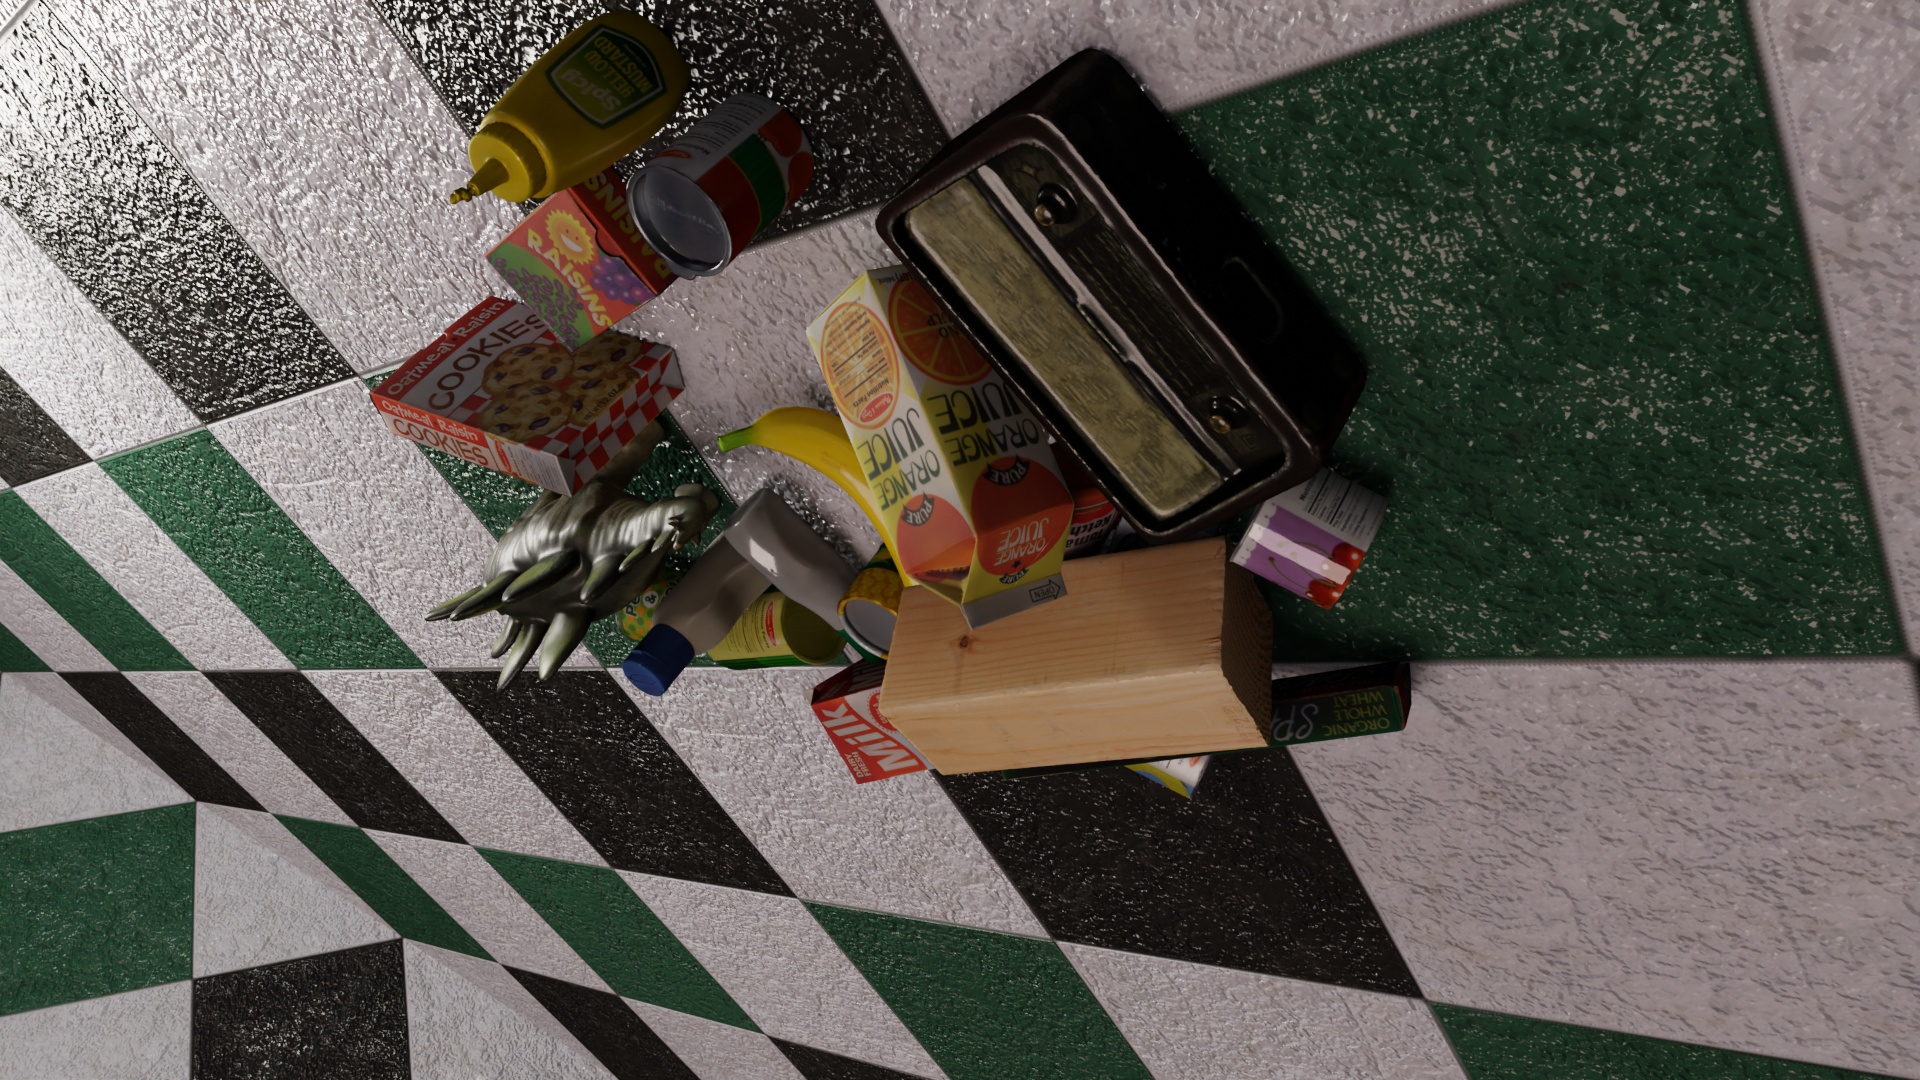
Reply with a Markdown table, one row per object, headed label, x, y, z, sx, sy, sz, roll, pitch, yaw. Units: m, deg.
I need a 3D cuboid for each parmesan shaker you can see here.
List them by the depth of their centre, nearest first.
| label | x | y | z | sx | sy | sz | roll | pitch | yaw |
| --- | --- | --- | --- | --- | --- | --- | --- | --- | --- |
| parmesan shaker | -0.142 | 0.061 | 1.061 | 0.103 | 0.072 | 0.071 | -9 | 125 | 45 |

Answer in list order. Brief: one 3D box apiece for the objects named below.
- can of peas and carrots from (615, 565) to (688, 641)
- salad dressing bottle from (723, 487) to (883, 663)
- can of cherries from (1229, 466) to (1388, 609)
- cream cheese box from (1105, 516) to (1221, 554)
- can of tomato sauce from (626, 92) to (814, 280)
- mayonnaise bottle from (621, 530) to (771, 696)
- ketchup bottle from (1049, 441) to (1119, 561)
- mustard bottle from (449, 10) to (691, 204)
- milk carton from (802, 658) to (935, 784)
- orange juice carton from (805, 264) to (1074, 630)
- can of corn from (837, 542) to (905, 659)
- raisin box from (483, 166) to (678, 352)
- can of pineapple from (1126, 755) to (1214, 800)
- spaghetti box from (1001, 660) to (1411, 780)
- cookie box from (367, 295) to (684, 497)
| label | x | y | z | sx | sy | sz | roll | pitch | yaw |
| --- | --- | --- | --- | --- | --- | --- | --- | --- | --- |
| can of peas and carrots | -0.236 | 0.055 | 1.124 | 0.059 | 0.071 | 0.070 | 15 | 139 | 25 |
| salad dressing bottle | -0.102 | 0.028 | 0.993 | 0.044 | 0.064 | 0.147 | -39 | 108 | 17 |
| can of cherries | 0.181 | -0.004 | 0.724 | 0.058 | 0.072 | 0.071 | 28 | 143 | 9 |
| cream cheese box | 0.116 | 0.008 | 0.825 | 0.053 | 0.024 | 0.103 | 27 | 143 | 9 |
| can of tomato sauce | -0.127 | -0.191 | 0.749 | 0.071 | 0.083 | 0.070 | 22 | 142 | 19 |
| mayonnaise bottle | -0.186 | 0.048 | 1.008 | 0.064 | 0.149 | 0.041 | 2 | 132 | 37 |
| ketchup bottle | 0.057 | -0.001 | 0.835 | 0.148 | 0.065 | 0.044 | 104 | 148 | -56 |
| mustard bottle | -0.206 | -0.216 | 0.720 | 0.065 | 0.161 | 0.048 | 43 | 142 | -12 |
| milk carton | -0.036 | 0.120 | 1.002 | 0.190 | 0.074 | 0.072 | -19 | 105 | 40 |
| orange juice carton | -0.005 | -0.049 | 0.750 | 0.072 | 0.072 | 0.193 | -30 | 80 | 52 |
| can of corn | -0.042 | 0.041 | 0.960 | 0.071 | 0.058 | 0.070 | 22 | 142 | 18 |
| raisin box | -0.241 | -0.180 | 0.891 | 0.123 | 0.040 | 0.086 | -17 | 118 | 47 |
| can of pineapple | 0.139 | 0.127 | 0.904 | 0.058 | 0.071 | 0.070 | 26 | 143 | 15 |
| spaghetti box | 0.142 | 0.109 | 0.832 | 0.250 | 0.050 | 0.028 | -12 | 96 | 25 |
| cookie box | -0.295 | -0.103 | 0.949 | 0.167 | 0.123 | 0.040 | 18 | 139 | 23 |
